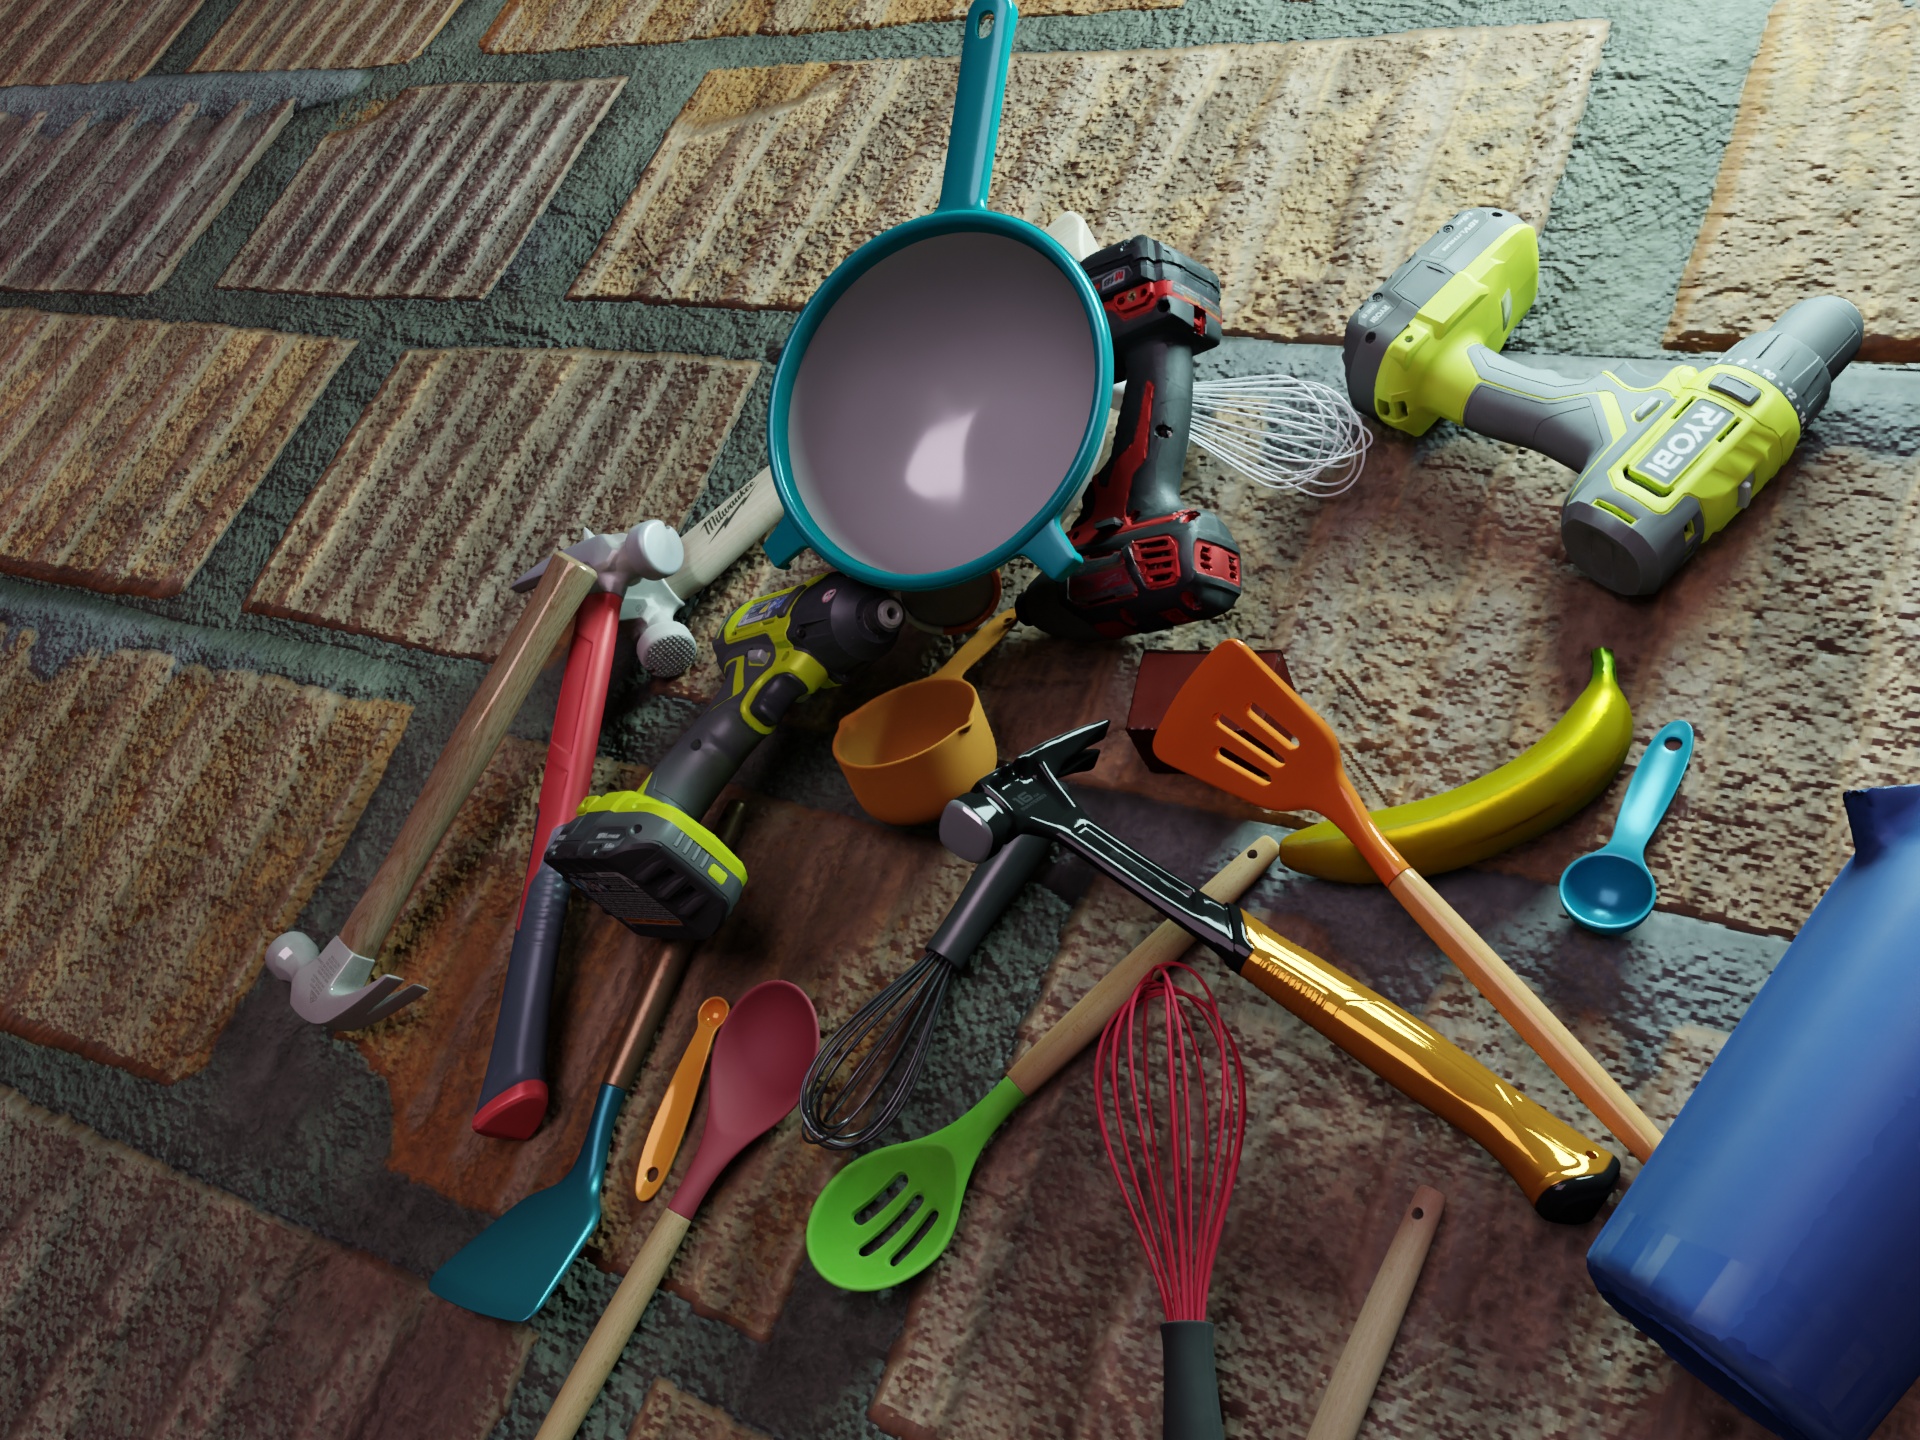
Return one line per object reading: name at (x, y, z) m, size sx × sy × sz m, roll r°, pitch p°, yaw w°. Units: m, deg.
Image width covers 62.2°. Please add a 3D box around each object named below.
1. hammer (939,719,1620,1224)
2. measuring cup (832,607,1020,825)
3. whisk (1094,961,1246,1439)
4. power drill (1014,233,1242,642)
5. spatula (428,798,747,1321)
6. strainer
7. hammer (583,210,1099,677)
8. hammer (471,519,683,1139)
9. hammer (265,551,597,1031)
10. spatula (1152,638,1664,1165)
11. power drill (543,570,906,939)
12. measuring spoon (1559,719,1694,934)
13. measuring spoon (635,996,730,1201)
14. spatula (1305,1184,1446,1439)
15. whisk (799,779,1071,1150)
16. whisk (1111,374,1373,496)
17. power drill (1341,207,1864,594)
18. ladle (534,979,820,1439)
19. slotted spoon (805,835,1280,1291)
hammer at (0.153, 0.113, 0.749) m, size 0.337 × 0.034 × 0.127 m, roll 35°, pitch 39°, yaw 24°
measuring cup at (-0.001, -0.003, 0.930) m, size 0.095 × 0.052 × 0.174 m, roll 1°, pitch 34°, yaw 38°
whisk at (0.099, 0.248, 0.706) m, size 0.073 × 0.073 × 0.296 m, roll -11°, pitch 58°, yaw 18°
power drill at (0.089, -0.155, 0.930) m, size 0.143 × 0.078 × 0.220 m, roll -12°, pitch 74°, yaw 42°
spatula at (-0.190, 0.179, 0.896) m, size 0.082 × 0.044 × 0.318 m, roll 1°, pitch 58°, yaw 36°
strainer at (0.011, -0.231, 0.899) m, size 0.211 × 0.095 × 0.340 m, roll 5°, pitch 83°, yaw 28°
hammer at (-0.080, -0.204, 1.078) m, size 0.410 × 0.038 × 0.146 m, roll -40°, pitch 50°, yaw 2°
hammer at (-0.258, 0.062, 0.986) m, size 0.143 × 0.038 × 0.387 m, roll -14°, pitch 60°, yaw 36°
hammer at (-0.321, 0.044, 0.999) m, size 0.130 × 0.031 × 0.331 m, roll 27°, pitch 87°, yaw 41°
spatula at (0.215, 0.093, 0.736) m, size 0.323 × 0.041 × 0.081 m, roll 51°, pitch 128°, yaw 27°
power drill at (-0.126, 0.011, 0.910) m, size 0.171 × 0.080 × 0.223 m, roll -9°, pitch 43°, yaw 55°
measuring spoon at (0.325, 0.053, 0.762) m, size 0.042 × 0.021 × 0.129 m, roll 18°, pitch 59°, yaw 33°
measuring spoon at (-0.153, 0.210, 0.882) m, size 0.021 × 0.011 × 0.117 m, roll 8°, pitch 67°, yaw 28°
spatula at (0.137, 0.340, 0.657) m, size 0.060 × 0.018 × 0.316 m, roll 13°, pitch 66°, yaw 40°
whisk at (-0.008, 0.126, 0.846) m, size 0.055 × 0.055 × 0.239 m, roll 22°, pitch 66°, yaw 34°
whisk at (0.129, -0.196, 0.989) m, size 0.285 × 0.070 × 0.070 m, roll 24°, pitch 72°, yaw 40°
power drill at (0.346, -0.191, 0.871) m, size 0.190 × 0.080 × 0.229 m, roll -44°, pitch 55°, yaw -7°
ladle at (-0.159, 0.281, 0.827) m, size 0.069 × 0.031 × 0.315 m, roll 17°, pitch 70°, yaw 35°
slotted spoon at (0.049, 0.169, 0.804) m, size 0.314 × 0.031 × 0.070 m, roll -42°, pitch 52°, yaw -8°
